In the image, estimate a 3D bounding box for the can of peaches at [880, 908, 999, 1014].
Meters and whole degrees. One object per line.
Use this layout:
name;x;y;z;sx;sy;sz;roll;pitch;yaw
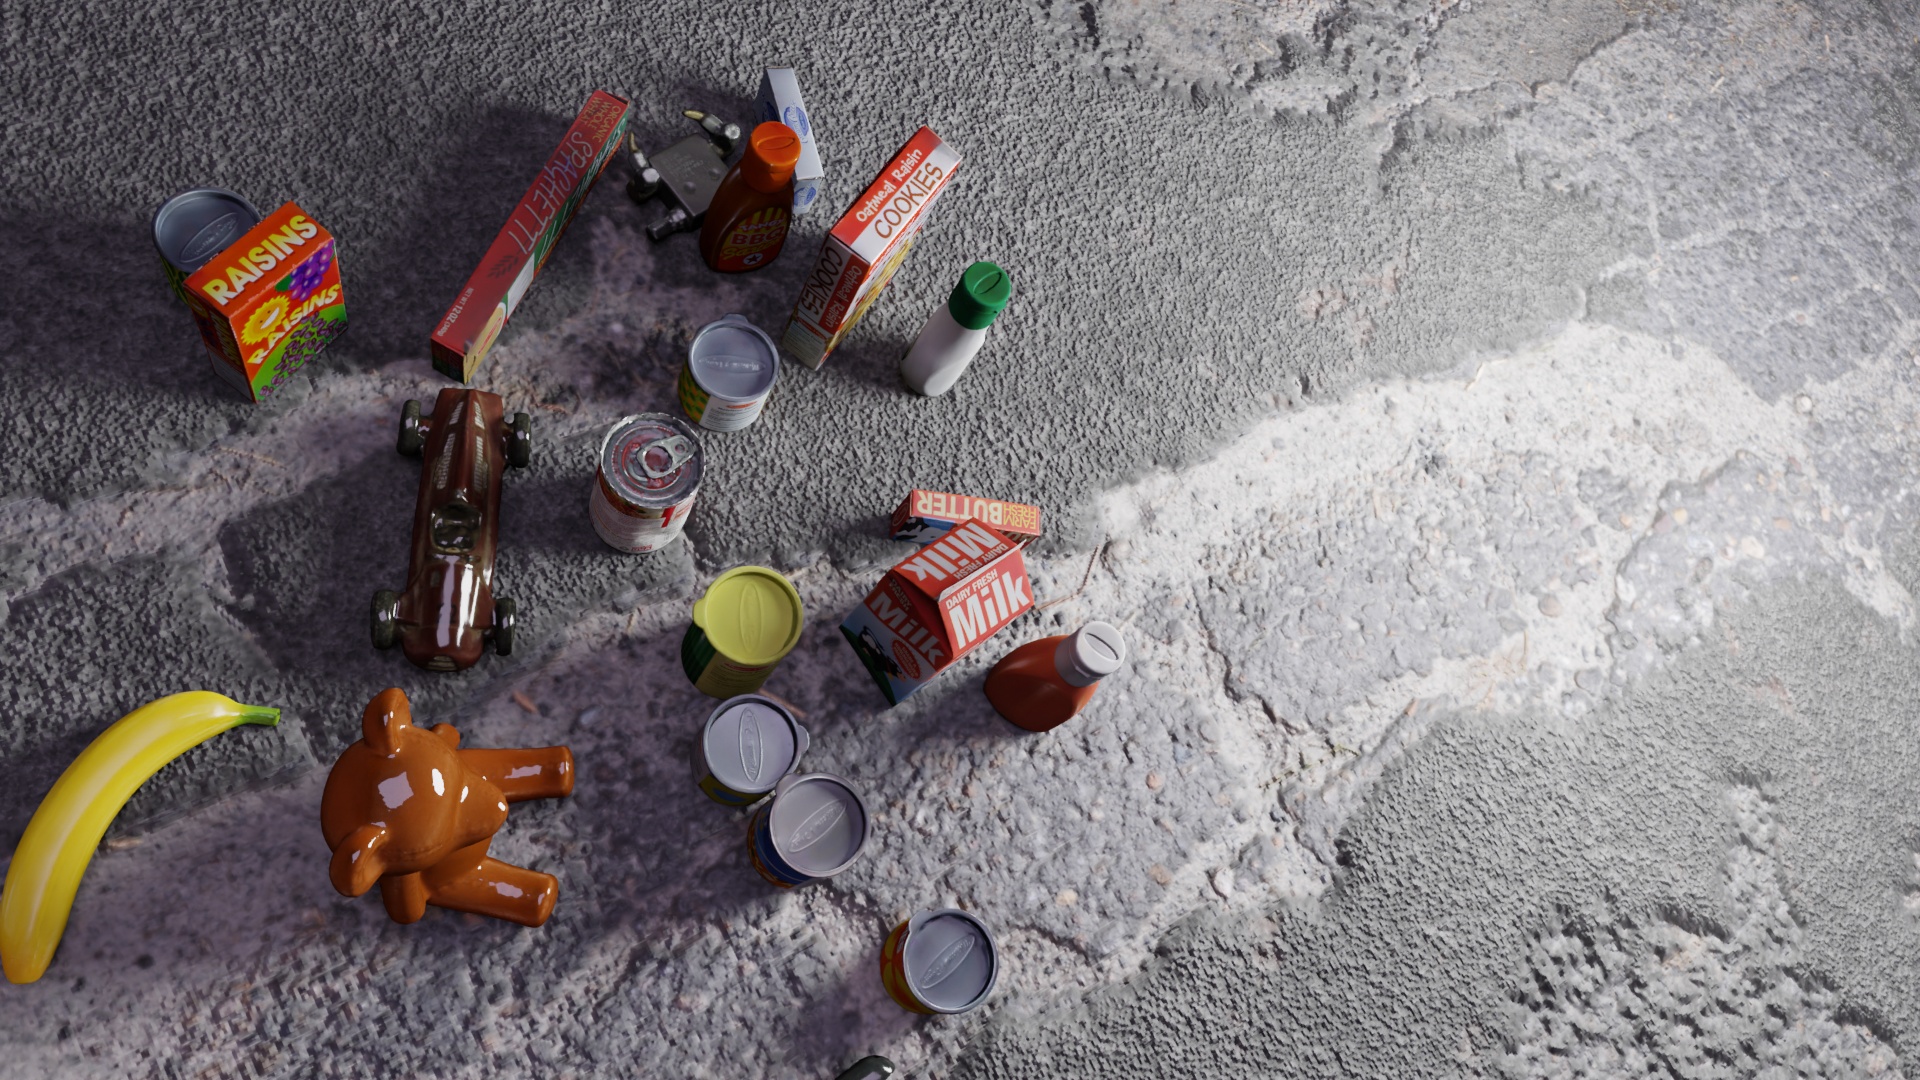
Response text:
can of peaches;-0.016;0.280;0.926;0.071;0.058;0.071;7;69;-17

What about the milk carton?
milk carton;-0.014;0.046;0.939;0.072;0.189;0.073;-32;84;-26

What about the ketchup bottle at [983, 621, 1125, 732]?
ketchup bottle;0.068;0.094;0.975;0.065;0.148;0.044;37;63;-4

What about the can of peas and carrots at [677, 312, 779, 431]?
can of peas and carrots;-0.171;-0.122;1.019;0.071;0.058;0.071;7;69;-17

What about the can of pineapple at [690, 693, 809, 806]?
can of pineapple;-0.143;0.142;0.932;0.071;0.057;0.071;7;69;-17

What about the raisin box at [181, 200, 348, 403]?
raisin box;-0.444;-0.152;0.896;0.040;0.123;0.086;40;63;-2

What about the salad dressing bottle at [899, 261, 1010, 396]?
salad dressing bottle;-0.003;-0.158;1.043;0.044;0.147;0.064;48;63;2

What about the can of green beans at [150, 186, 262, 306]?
can of green beans;-0.498;-0.192;0.928;0.071;0.057;0.071;7;69;-17

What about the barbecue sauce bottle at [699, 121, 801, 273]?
barbecue sauce bottle;-0.151;-0.252;1.024;0.065;0.148;0.044;-17;78;-24

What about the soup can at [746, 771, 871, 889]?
soup can;-0.103;0.190;0.914;0.071;0.083;0.071;7;69;-17

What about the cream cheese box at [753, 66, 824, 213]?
cream cheese box;-0.138;-0.318;1.107;0.024;0.053;0.104;-11;75;-23

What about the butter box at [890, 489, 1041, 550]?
butter box;0.004;-0.013;1.045;0.103;0.053;0.024;8;69;-17

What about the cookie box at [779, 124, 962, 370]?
cookie box;-0.070;-0.214;1.029;0.040;0.166;0.123;37;63;-4

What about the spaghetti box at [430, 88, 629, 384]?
spaghetti box;-0.311;-0.226;1.012;0.029;0.050;0.251;27;64;-9

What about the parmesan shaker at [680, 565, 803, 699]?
parmesan shaker;-0.152;0.063;0.933;0.071;0.102;0.071;7;69;-17
